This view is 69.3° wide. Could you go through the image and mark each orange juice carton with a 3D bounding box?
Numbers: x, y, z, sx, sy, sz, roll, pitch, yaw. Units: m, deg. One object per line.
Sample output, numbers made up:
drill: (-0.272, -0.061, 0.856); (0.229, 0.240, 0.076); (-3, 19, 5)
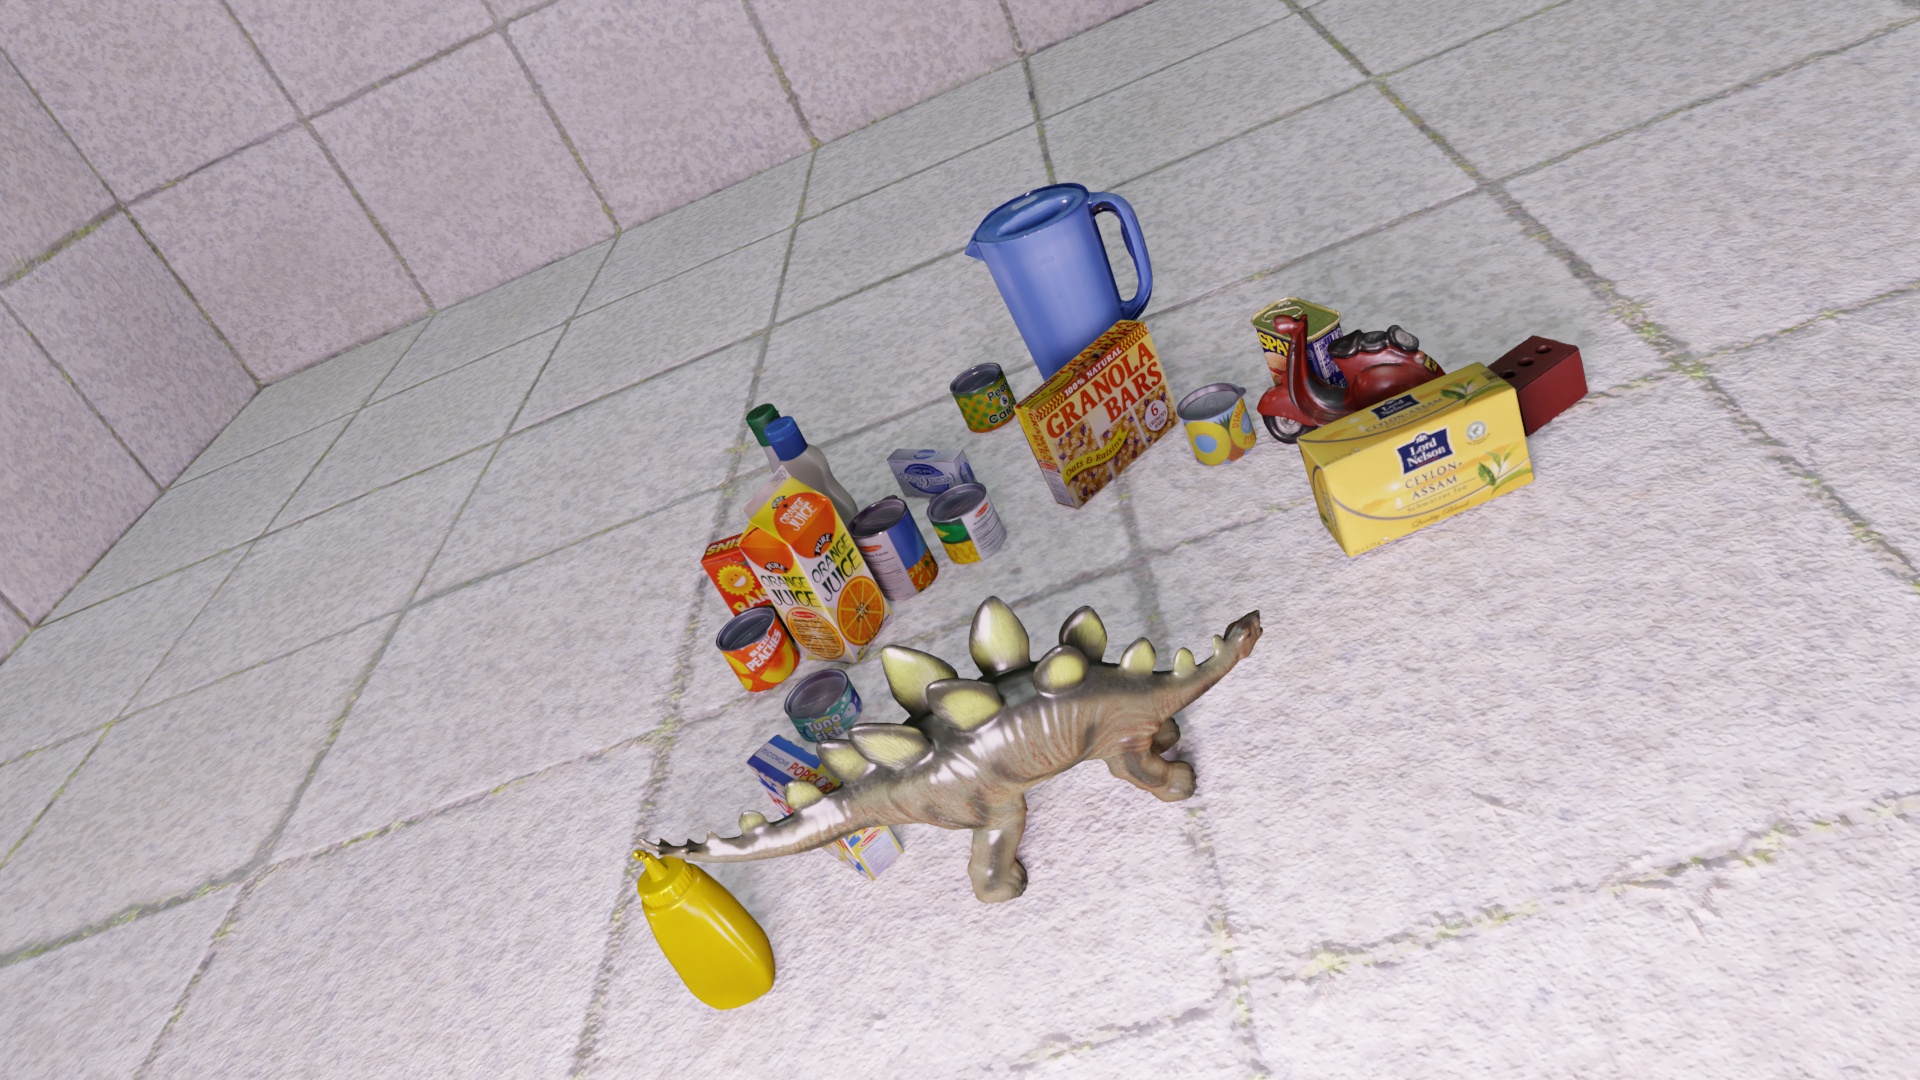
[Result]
orange juice carton: (-0.147, 0.024, 1.343); (0.073, 0.192, 0.072); (0, 39, 38)

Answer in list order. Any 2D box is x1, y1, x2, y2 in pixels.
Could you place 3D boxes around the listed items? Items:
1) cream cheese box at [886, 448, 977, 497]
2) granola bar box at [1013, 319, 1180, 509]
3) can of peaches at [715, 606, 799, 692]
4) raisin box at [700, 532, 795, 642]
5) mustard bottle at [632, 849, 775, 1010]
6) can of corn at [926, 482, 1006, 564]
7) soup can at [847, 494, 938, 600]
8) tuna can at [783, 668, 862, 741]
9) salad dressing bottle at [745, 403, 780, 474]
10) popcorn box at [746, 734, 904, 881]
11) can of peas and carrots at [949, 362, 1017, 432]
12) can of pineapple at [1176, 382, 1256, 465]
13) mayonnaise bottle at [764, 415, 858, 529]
cream cheese box: (-0.030, -0.075, 1.548); (0.104, 0.053, 0.024); (5, 42, 42)
granola bar box: (0.143, -0.131, 1.430); (0.166, 0.123, 0.039); (-40, 32, -23)
can of peaches: (-0.200, 0.110, 1.386); (0.071, 0.058, 0.071); (-20, 30, 12)
raisin box: (-0.195, 0.048, 1.413); (0.086, 0.123, 0.040); (-17, 31, 17)
mustard bottle: (-0.193, 0.275, 1.014); (0.065, 0.159, 0.049); (-23, 29, 6)
can of corn: (0.005, -0.018, 1.426); (0.071, 0.058, 0.071); (-20, 30, 12)
soup can: (-0.067, 0.007, 1.417); (0.071, 0.083, 0.072); (-20, 30, 12)
tuna can: (-0.126, 0.154, 1.283); (0.071, 0.032, 0.071); (-20, 30, 12)
salad dressing bottle: (-0.199, -0.090, 1.610); (0.044, 0.147, 0.064); (-19, 30, 13)
popcorn box: (-0.111, 0.214, 1.122); (0.038, 0.085, 0.127); (-41, 33, -24)
can of peas and carrots: (0.030, -0.169, 1.645); (0.071, 0.058, 0.071); (-20, 30, 12)
can of pineapple: (0.257, -0.116, 1.384); (0.071, 0.057, 0.071); (-20, 30, 12)
mayonnaise bottle: (-0.170, -0.070, 1.556); (0.064, 0.147, 0.041); (-18, 30, 15)
